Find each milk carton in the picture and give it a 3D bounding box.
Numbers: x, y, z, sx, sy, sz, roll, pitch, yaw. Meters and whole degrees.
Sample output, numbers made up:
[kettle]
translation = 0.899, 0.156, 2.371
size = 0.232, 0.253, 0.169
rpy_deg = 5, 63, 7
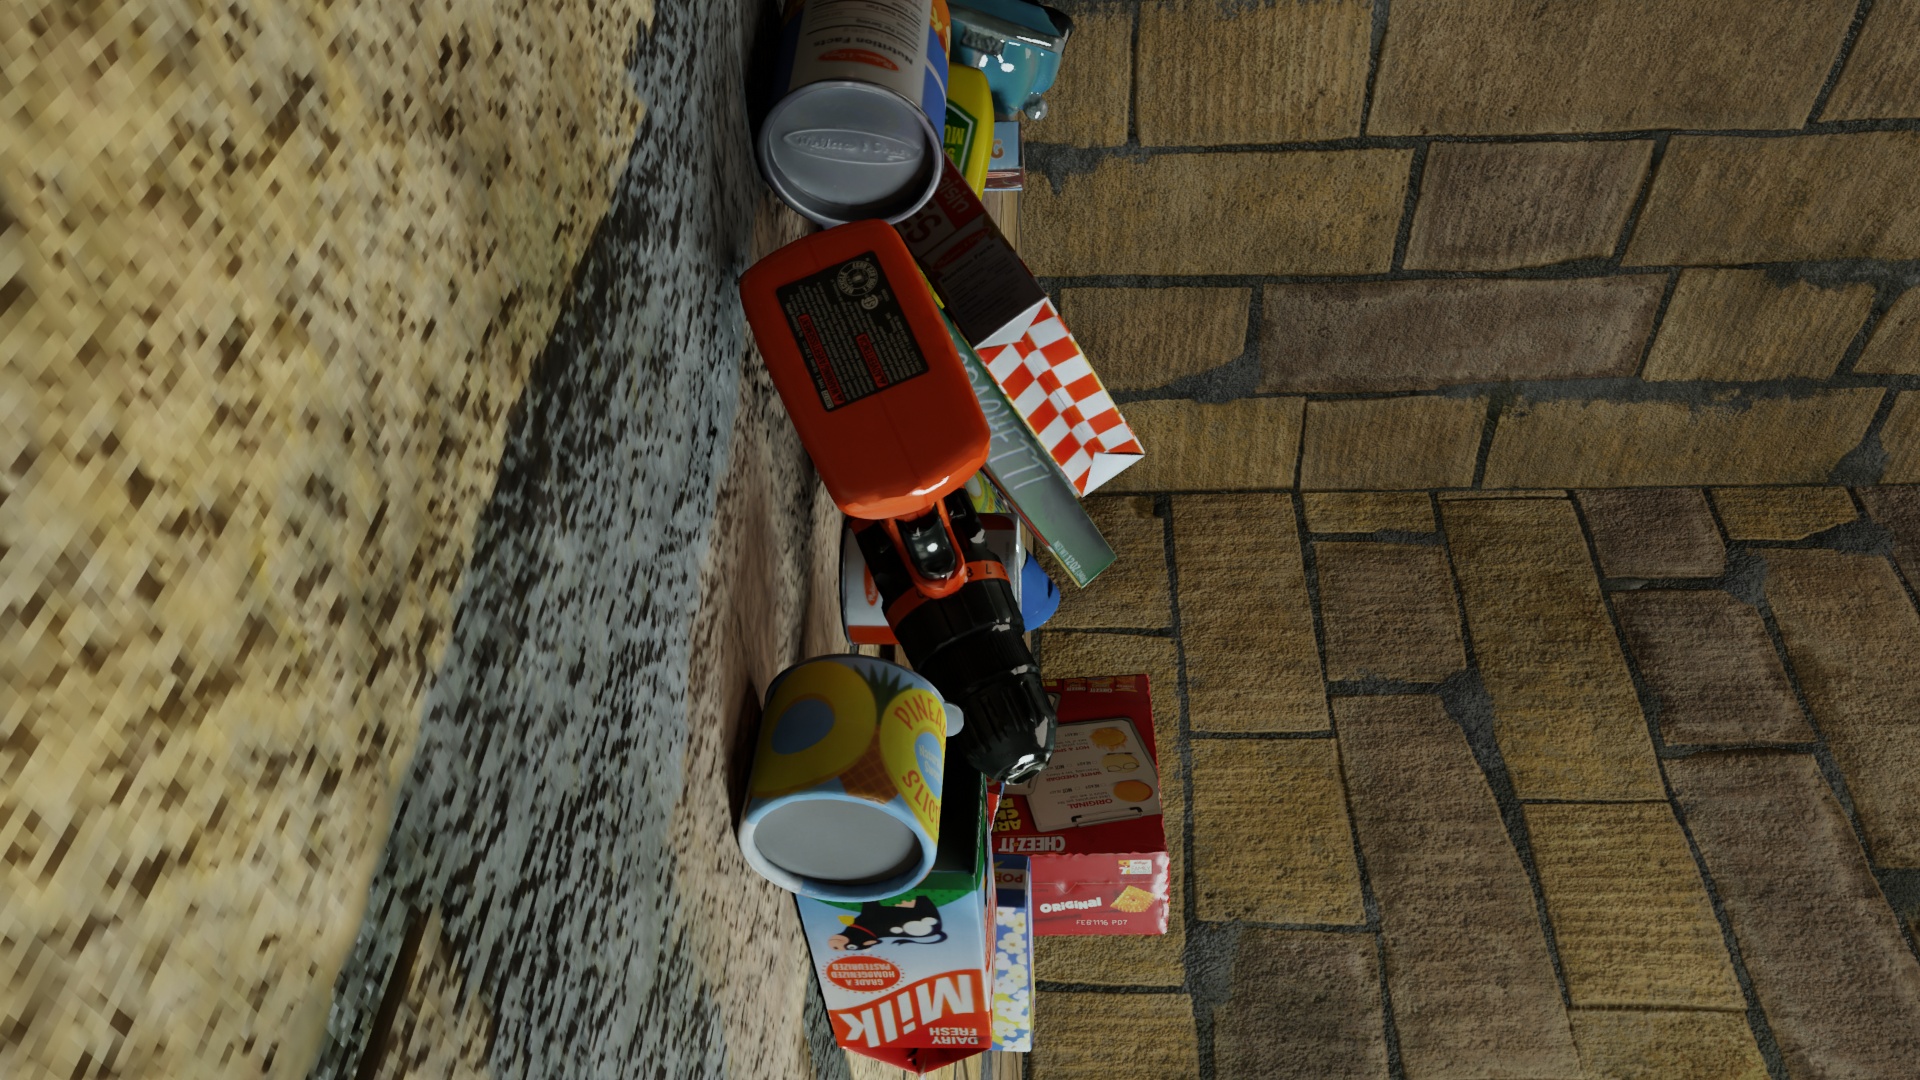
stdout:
[milk carton]
translation = -0.022, 0.166, 0.610
size = 0.189, 0.073, 0.073
rpy_deg = 85, 6, -46

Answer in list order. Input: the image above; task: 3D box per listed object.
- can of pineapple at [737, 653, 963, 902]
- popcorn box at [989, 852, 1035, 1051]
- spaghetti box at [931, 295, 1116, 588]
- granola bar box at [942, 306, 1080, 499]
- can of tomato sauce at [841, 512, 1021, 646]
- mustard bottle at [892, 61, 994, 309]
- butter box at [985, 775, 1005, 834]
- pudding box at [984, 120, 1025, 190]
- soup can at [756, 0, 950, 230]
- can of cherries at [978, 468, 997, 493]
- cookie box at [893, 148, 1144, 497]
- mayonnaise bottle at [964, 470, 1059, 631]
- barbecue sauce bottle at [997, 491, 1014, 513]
[can of pineapple]
translation = -0.037, 0.081, 0.471
size = 0.058, 0.071, 0.070
rpy_deg = -85, 173, -46
[popcorn box]
translation = -0.004, 0.222, 0.751
size = 0.038, 0.085, 0.126
rpy_deg = -82, 171, -54
[spaghetti box]
translation = 0.011, -0.056, 0.674
size = 0.050, 0.028, 0.249
rpy_deg = 49, 0, 41
[granola bar box]
translation = 0.018, -0.087, 0.847
size = 0.124, 0.039, 0.166
rpy_deg = 48, 10, -14
[can of tomato sauce]
translation = -0.012, 0.019, 0.686
size = 0.071, 0.083, 0.071
rpy_deg = -5, 95, -85
[mustard bottle]
translation = -0.020, -0.177, 0.755
size = 0.049, 0.065, 0.160
rpy_deg = 44, 53, -87
[butter box]
translation = 0.014, 0.142, 0.817
size = 0.104, 0.024, 0.053
rpy_deg = -64, 167, -68
[pudding box]
translation = -0.004, -0.222, 0.807
size = 0.049, 0.084, 0.030
rpy_deg = -5, 95, -85
[soup can]
translation = -0.038, -0.166, 0.517
size = 0.071, 0.071, 0.084
rpy_deg = 83, 8, -53
[can of cherries]
translation = -0.006, -0.032, 0.918
size = 0.071, 0.058, 0.071
rpy_deg = -5, 95, -86
[cookie box]
translation = 0.014, -0.116, 0.643
size = 0.122, 0.040, 0.168
rpy_deg = 47, 11, -51
[mayonnaise bottle]
translation = 0.003, -0.009, 0.752
size = 0.147, 0.041, 0.065
rpy_deg = 50, 30, -33
[barbecue sauce bottle]
translation = 0.009, -0.010, 1.094
size = 0.043, 0.065, 0.149
rpy_deg = 50, 44, -48
